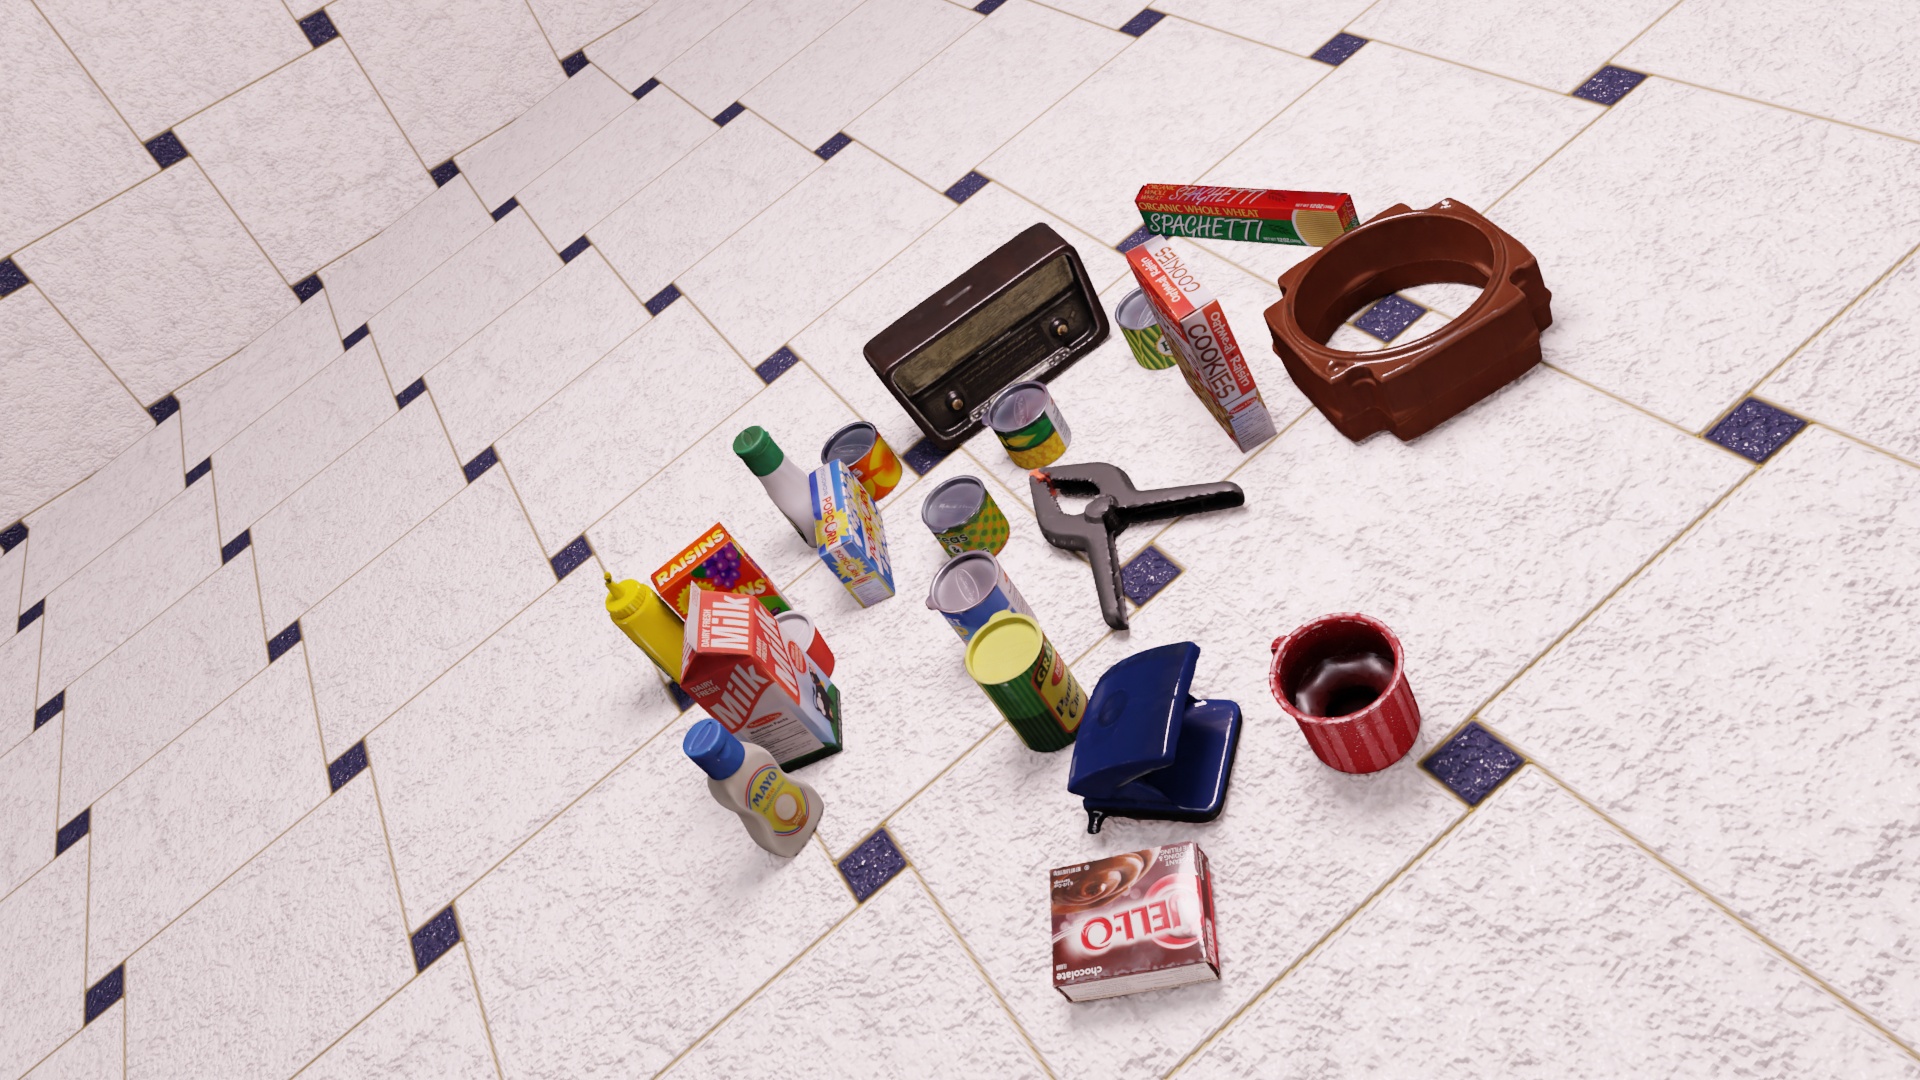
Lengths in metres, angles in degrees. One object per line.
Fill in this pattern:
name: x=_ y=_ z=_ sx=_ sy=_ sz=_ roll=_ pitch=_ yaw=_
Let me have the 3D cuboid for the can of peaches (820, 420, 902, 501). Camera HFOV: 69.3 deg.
can of peaches: x=-0.102 y=-0.078 z=1.428 sx=0.071 sy=0.058 sz=0.071 roll=-19 pitch=43 yaw=19

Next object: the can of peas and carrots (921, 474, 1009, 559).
can of peas and carrots: x=0.005 y=-0.016 z=1.296 sx=0.071 sy=0.058 sz=0.071 roll=-19 pitch=43 yaw=19

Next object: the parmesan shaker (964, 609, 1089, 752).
parmesan shaker: x=0.055 y=0.112 z=1.104 sx=0.071 sy=0.102 sz=0.072 roll=-19 pitch=43 yaw=19

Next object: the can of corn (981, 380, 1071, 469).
can of corn: x=0.065 y=-0.110 z=1.346 sx=0.071 sy=0.058 sz=0.071 roll=-19 pitch=43 yaw=19

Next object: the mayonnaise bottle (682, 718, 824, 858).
mayonnaise bottle: x=-0.171 y=0.200 z=1.139 sx=0.041 sy=0.147 sz=0.065 roll=10 pitch=58 yaw=40

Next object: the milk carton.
milk carton: x=-0.179 y=0.116 z=1.192 sx=0.073 sy=0.190 sz=0.073 roll=-24 pitch=42 yaw=14

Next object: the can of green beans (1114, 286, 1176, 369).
can of green beans: x=0.192 y=-0.209 z=1.355 sx=0.071 sy=0.057 sz=0.071 roll=-19 pitch=43 yaw=19

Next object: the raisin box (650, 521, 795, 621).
raisin box: x=-0.226 y=0.053 z=1.336 sx=0.086 sy=0.123 sz=0.040 roll=-38 pitch=40 yaw=-2

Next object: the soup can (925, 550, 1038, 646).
soup can: x=0.019 y=0.060 z=1.193 sx=0.071 sy=0.083 sz=0.072 roll=-19 pitch=43 yaw=19

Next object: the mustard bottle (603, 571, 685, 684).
mustard bottle: x=-0.296 y=0.080 z=1.329 sx=0.049 sy=0.159 sz=0.065 roll=-45 pitch=41 yaw=-11

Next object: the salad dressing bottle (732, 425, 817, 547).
salad dressing bottle: x=-0.172 y=-0.054 z=1.384 sx=0.044 sy=0.147 sz=0.064 roll=-34 pitch=40 yaw=3

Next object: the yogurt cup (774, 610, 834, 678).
yogurt cup: x=-0.153 y=0.107 z=1.288 sx=0.072 sy=0.053 sz=0.073 roll=-19 pitch=43 yaw=19

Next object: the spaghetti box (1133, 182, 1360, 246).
spaghetti box: x=0.287 y=-0.332 z=1.415 sx=0.250 sy=0.050 sz=0.029 roll=17 pitch=62 yaw=43

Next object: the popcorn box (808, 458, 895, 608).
popcorn box: x=-0.106 y=-0.008 z=1.343 sx=0.038 sy=0.085 sz=0.127 roll=-26 pitch=41 yaw=11

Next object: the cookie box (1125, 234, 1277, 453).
cookie box: x=0.211 y=-0.172 z=1.223 sx=0.040 sy=0.167 sz=0.123 roll=-31 pitch=41 yaw=5
